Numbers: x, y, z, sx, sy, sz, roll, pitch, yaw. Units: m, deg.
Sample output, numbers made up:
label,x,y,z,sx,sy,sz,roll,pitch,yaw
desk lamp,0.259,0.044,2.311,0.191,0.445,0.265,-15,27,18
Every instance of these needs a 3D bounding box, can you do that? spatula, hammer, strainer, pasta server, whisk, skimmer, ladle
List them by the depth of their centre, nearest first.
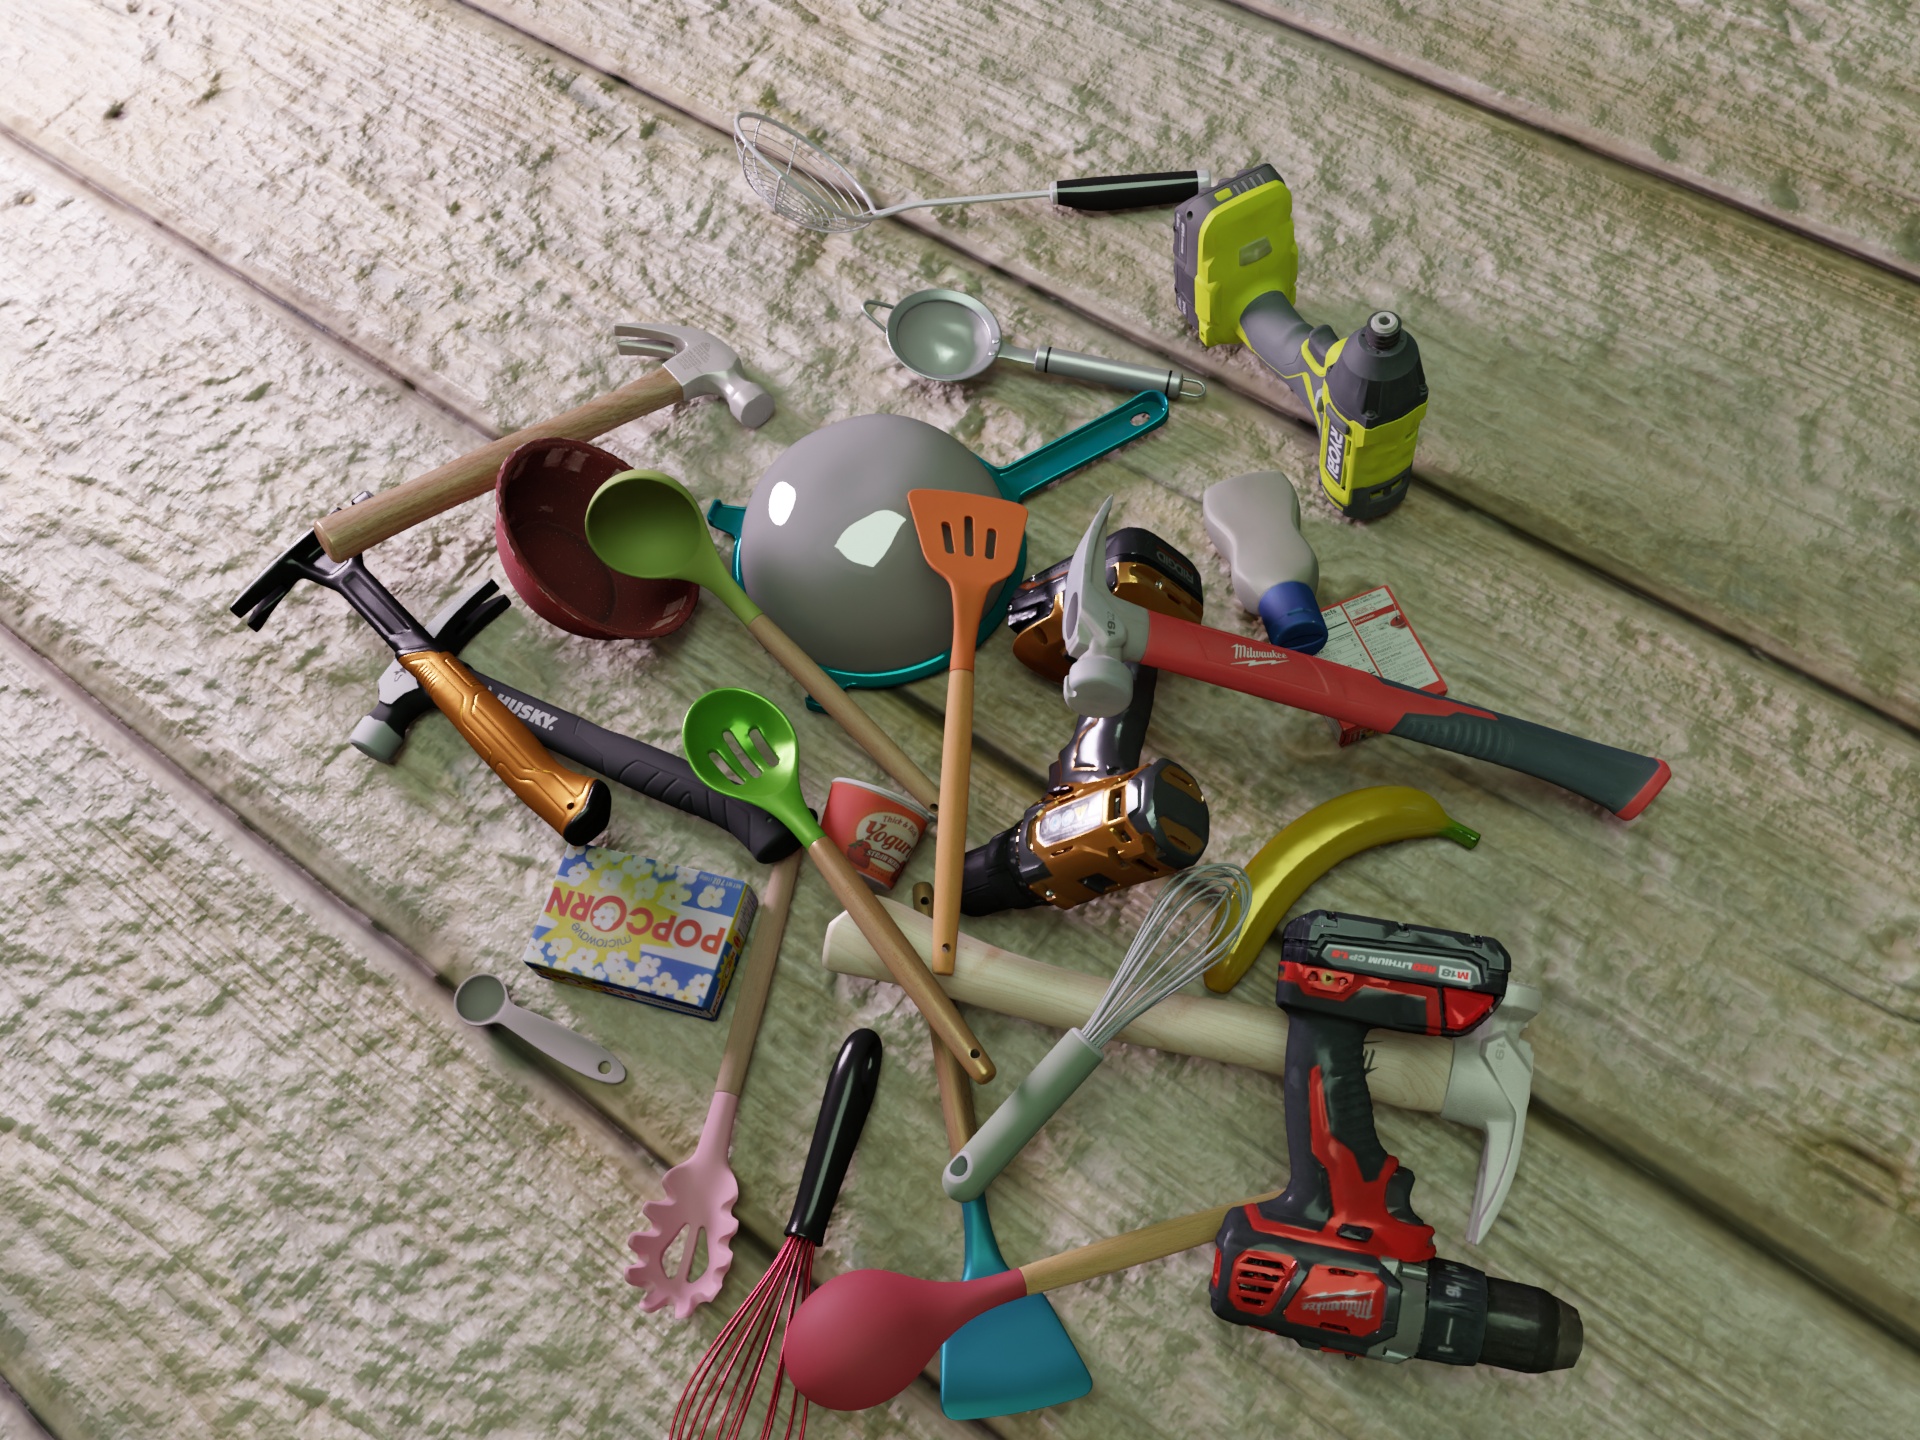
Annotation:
label,x,y,z,sx,sy,sz,roll,pitch,yaw
ladle,0.058,0.300,0.866,0.315,0.031,0.069,-12,58,-15
whisk,0.077,0.175,0.892,0.246,0.059,0.058,-48,36,-1
whisk,-0.095,0.313,0.900,0.073,0.073,0.296,11,61,13
hammer,0.116,0.183,0.925,0.410,0.038,0.146,11,78,11
spatula,0.003,0.237,0.930,0.082,0.044,0.318,-7,62,-8
hammer,0.246,-0.023,0.946,0.386,0.038,0.143,15,53,-12
pasta server,-0.136,0.200,0.970,0.060,0.040,0.316,11,65,3
spatula,-0.002,-0.003,0.980,0.081,0.041,0.323,7,71,-9
ladle,-0.122,-0.044,1.036,0.320,0.062,0.078,45,117,10
hammer,-0.243,0.013,1.066,0.335,0.035,0.146,21,69,20
hammer,-0.353,-0.024,1.067,0.337,0.034,0.127,40,76,25
strainer,-0.007,-0.164,1.096,0.340,0.095,0.211,-28,64,-5
hammer,-0.306,-0.201,1.149,0.331,0.031,0.130,-31,62,-24
strainer,0.053,-0.265,1.169,0.258,0.050,0.087,13,63,7
skimmer,0.010,-0.432,1.227,0.363,0.090,0.127,-2,33,4

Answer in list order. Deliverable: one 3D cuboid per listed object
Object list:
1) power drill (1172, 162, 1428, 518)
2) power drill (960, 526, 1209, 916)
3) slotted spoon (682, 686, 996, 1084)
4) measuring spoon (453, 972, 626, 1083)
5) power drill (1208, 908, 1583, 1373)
label,x,y,z,sx,sy,sz,roll,pitch,yaw
power drill,0.233,-0.265,1.075,0.080,0.171,0.223,-27,61,-6
power drill,0.069,0.012,0.989,0.185,0.084,0.226,-25,47,40
slotted spoon,-0.073,0.094,0.950,0.070,0.031,0.314,-28,58,-20
measuring spoon,-0.263,0.198,1.003,0.124,0.018,0.034,26,68,11
power drill,0.239,0.225,0.842,0.188,0.080,0.227,9,82,10
